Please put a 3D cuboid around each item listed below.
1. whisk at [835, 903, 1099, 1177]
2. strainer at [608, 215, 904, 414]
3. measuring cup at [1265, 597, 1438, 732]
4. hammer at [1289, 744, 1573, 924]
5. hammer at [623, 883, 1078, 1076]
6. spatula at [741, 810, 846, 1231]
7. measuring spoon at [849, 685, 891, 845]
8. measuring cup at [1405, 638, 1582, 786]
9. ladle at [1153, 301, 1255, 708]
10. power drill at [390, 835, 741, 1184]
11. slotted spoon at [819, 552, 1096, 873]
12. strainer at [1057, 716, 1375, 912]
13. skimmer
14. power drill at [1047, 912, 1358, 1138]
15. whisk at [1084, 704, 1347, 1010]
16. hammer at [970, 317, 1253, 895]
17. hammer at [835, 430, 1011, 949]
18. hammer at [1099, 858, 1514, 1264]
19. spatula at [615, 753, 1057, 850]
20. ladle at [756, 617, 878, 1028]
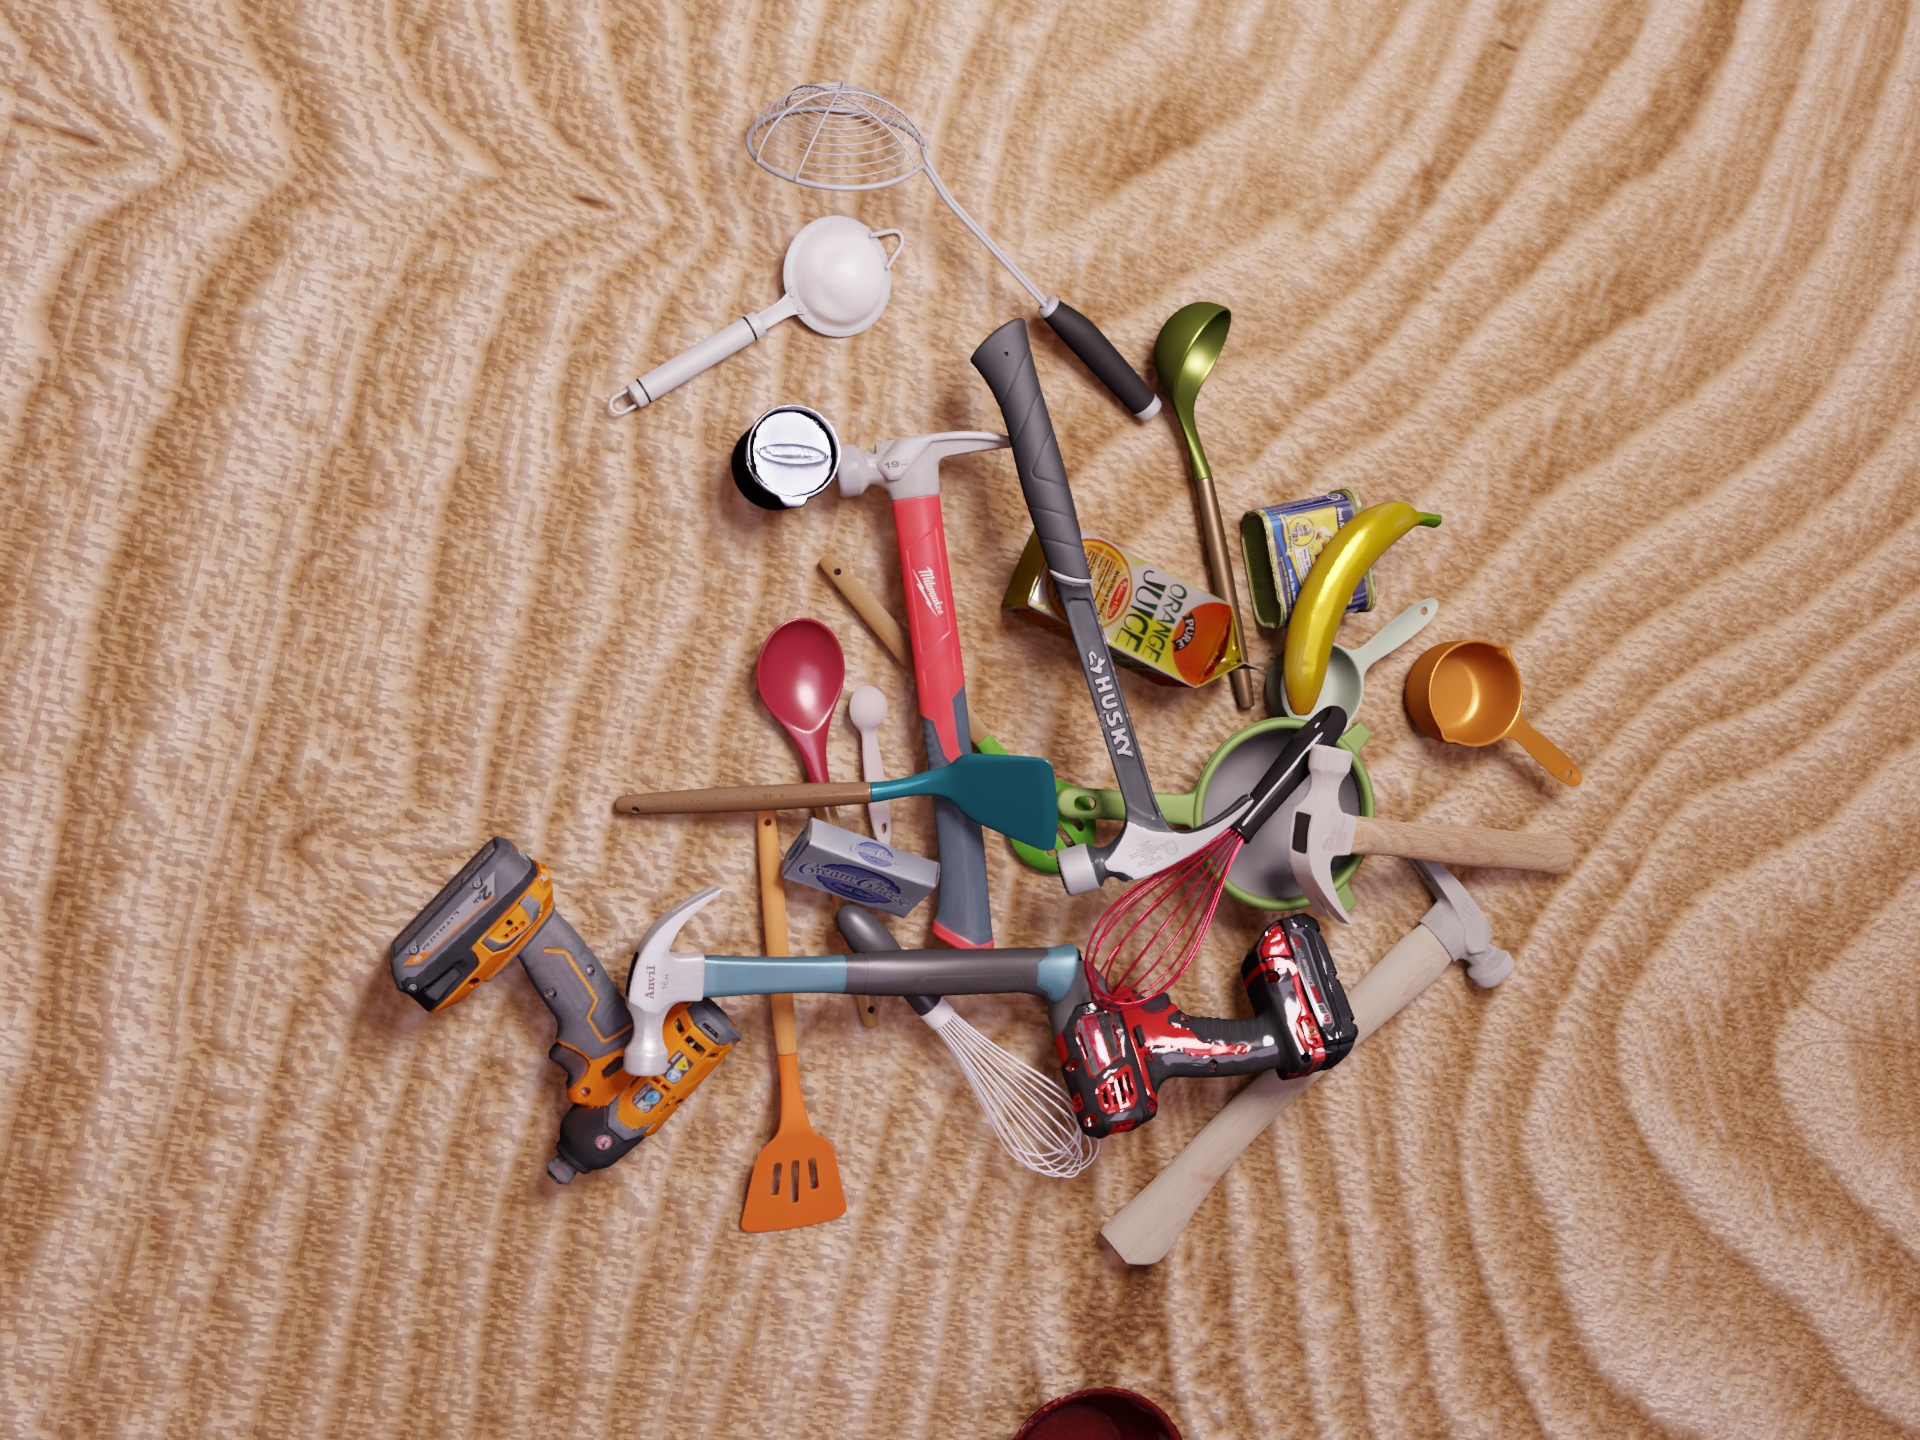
[{"bbox_3d":[0.002,0.243,1.200,0.070,0.070,0.284,-44,102,-10],"label":"whisk"},{"bbox_3d":[-0.142,-0.289,1.157,0.258,0.050,0.086,-33,115,-9],"label":"strainer"},{"bbox_3d":[0.319,-0.051,1.295,0.167,0.038,0.083,-35,100,-14],"label":"measuring cup"},{"bbox_3d":[0.381,0.100,1.265,0.331,0.031,0.130,8,95,-36],"label":"hammer"},{"bbox_3d":[-0.071,0.182,1.133,0.331,0.033,0.128,2,90,-20],"label":"hammer"},{"bbox_3d":[-0.134,0.222,1.185,0.081,0.041,0.322,-5,89,-16],"label":"spatula"},{"bbox_3d":[-0.060,0.035,1.194,0.034,0.018,0.124,-16,101,-50],"label":"measuring spoon"},{"bbox_3d":[0.444,0.001,1.325,0.173,0.052,0.095,37,82,-16],"label":"measuring cup"},{"bbox_3d":[0.207,-0.166,1.251,0.078,0.062,0.320,-27,107,-57],"label":"ladle"},{"bbox_3d":[-0.287,0.209,1.112,0.226,0.084,0.164,45,80,-17],"label":"power drill"},{"bbox_3d":[-0.002,-0.004,1.212,0.070,0.031,0.313,-42,100,-6],"label":"slotted spoon"},{"bbox_3d":[0.194,0.069,1.251,0.256,0.069,0.151,4,92,-9],"label":"strainer"},{"bbox_3d":[0.004,-0.336,1.189,0.363,0.090,0.127,40,38,-25],"label":"skimmer"},{"bbox_3d":[0.177,0.225,1.220,0.219,0.078,0.143,-12,65,-11],"label":"power drill"},{"bbox_3d":[0.193,0.099,1.188,0.073,0.073,0.296,45,79,-13],"label":"whisk"},{"bbox_3d":[0.090,-0.085,1.139,0.149,0.036,0.409,-17,96,4],"label":"hammer"},{"bbox_3d":[0.002,-0.018,1.179,0.143,0.038,0.386,-8,97,-6],"label":"hammer"},{"bbox_3d":[0.267,0.278,1.292,0.410,0.038,0.146,-41,100,-11],"label":"hammer"},{"bbox_3d":[-0.090,0.058,1.140,0.317,0.044,0.082,-3,125,1],"label":"spatula"},{"bbox_3d":[-0.097,0.079,1.188,0.069,0.031,0.315,-14,98,-22],"label":"ladle"}]
